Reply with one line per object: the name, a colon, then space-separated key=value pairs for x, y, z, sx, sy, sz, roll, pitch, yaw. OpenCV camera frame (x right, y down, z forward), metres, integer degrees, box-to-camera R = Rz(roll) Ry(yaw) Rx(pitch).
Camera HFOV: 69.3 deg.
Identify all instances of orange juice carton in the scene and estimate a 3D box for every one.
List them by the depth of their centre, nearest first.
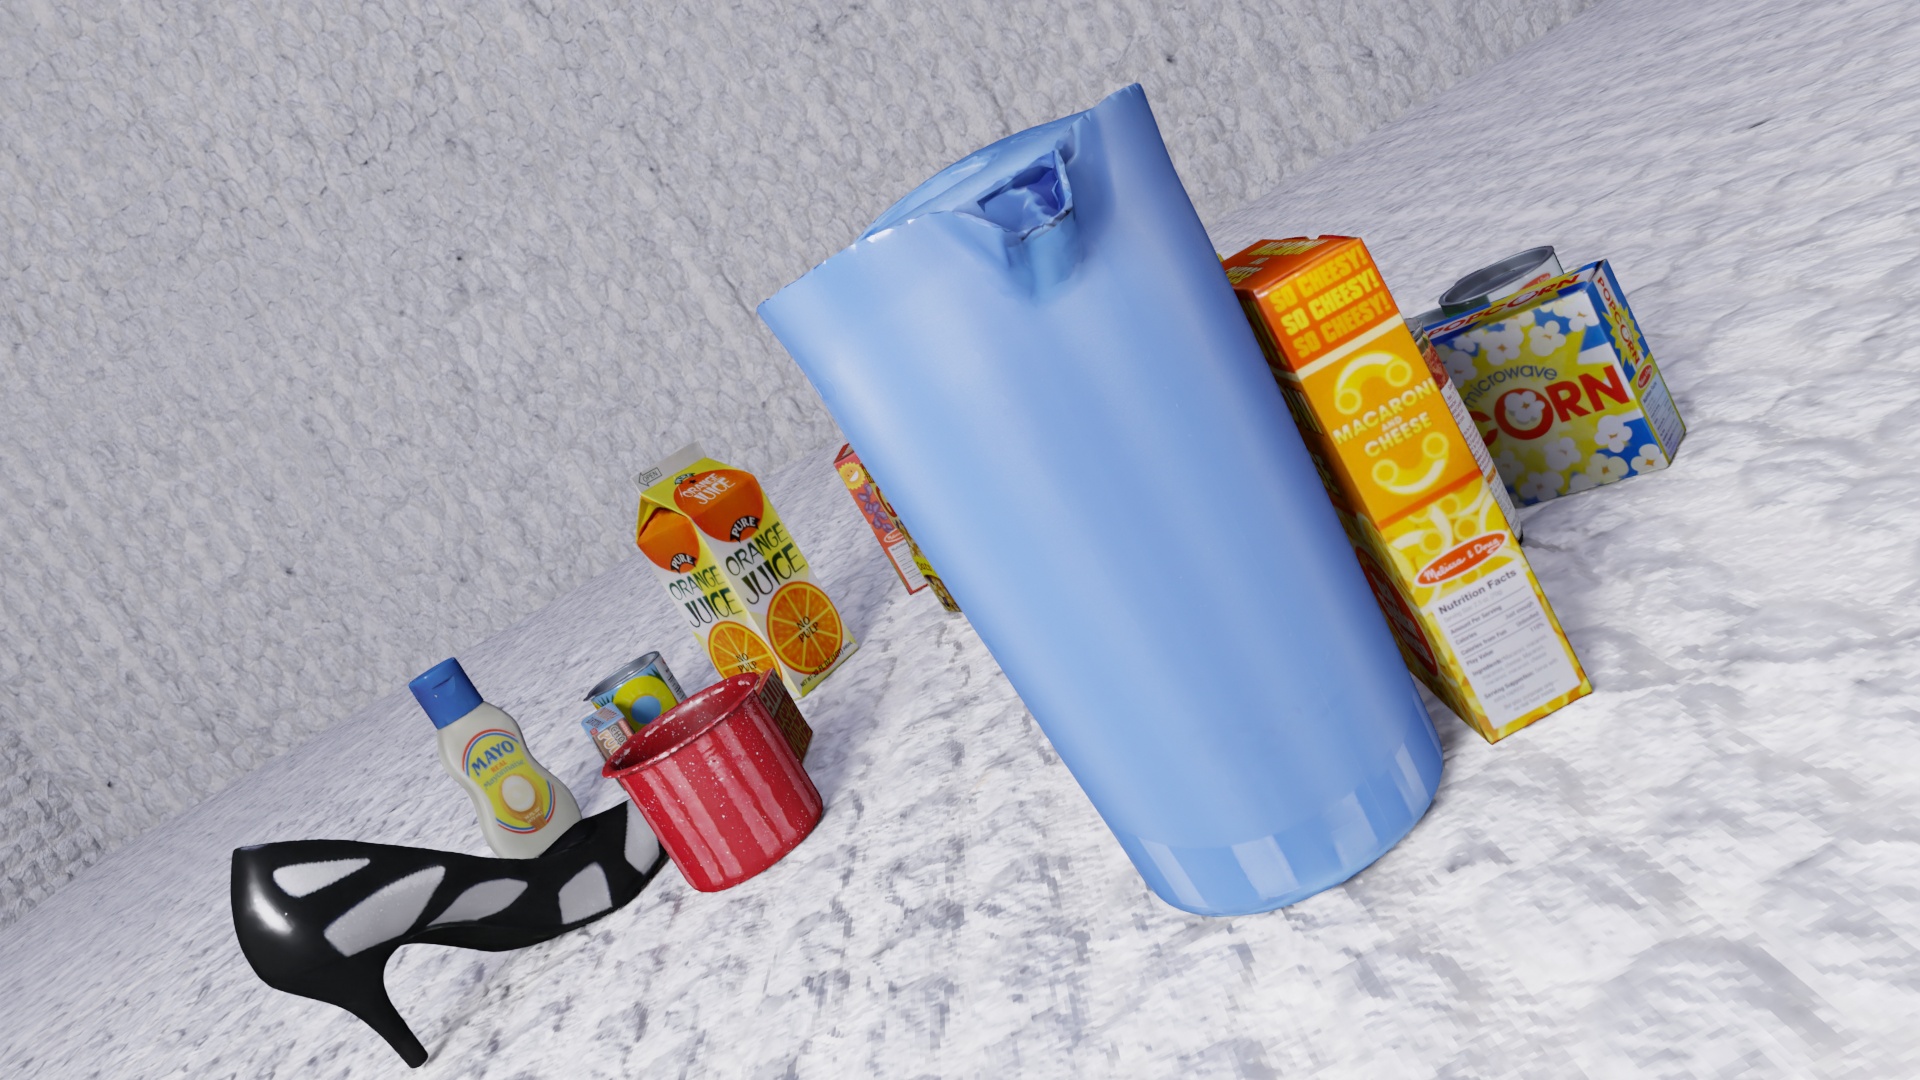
orange juice carton: x=-0.164 y=0.023 z=1.006 sx=0.073 sy=0.192 sz=0.072 roll=-20 pitch=14 yaw=43

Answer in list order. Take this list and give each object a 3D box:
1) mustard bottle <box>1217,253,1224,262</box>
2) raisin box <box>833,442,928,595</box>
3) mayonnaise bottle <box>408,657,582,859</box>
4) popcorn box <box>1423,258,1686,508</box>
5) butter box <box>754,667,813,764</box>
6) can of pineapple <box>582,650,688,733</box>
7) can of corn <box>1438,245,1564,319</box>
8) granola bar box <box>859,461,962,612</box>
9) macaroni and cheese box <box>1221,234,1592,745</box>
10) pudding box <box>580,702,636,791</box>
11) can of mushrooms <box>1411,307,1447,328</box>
mustard bottle: x=0.179 y=-0.140 z=0.930 sx=0.048 sy=0.160 sz=0.065 roll=-23 pitch=13 yaw=36
raisin box: x=-0.053 y=-0.026 z=1.122 sx=0.040 sy=0.123 sz=0.086 roll=-29 pitch=11 yaw=7
mayonnaise bottle: x=-0.329 y=0.152 z=0.969 sx=0.065 sy=0.148 sz=0.041 roll=-36 pitch=12 yaw=-27
popcorn box: x=0.235 y=-0.058 z=0.611 sx=0.126 sy=0.085 sz=0.038 roll=-20 pitch=15 yaw=43
butter box: x=-0.116 y=0.116 z=0.826 sx=0.024 sy=0.053 sz=0.104 roll=-29 pitch=11 yaw=7
can of pineapple: x=-0.259 y=0.132 z=1.120 sx=0.071 sy=0.057 sz=0.071 roll=-29 pitch=11 yaw=6
can of corn: x=0.312 y=-0.124 z=0.782 sx=0.071 sy=0.058 sz=0.071 roll=-29 pitch=11 yaw=6
granola bar box: x=0.003 y=-0.011 z=0.904 sx=0.039 sy=0.124 sz=0.165 roll=-34 pitch=11 yaw=-19
macaroni and cheese box: x=0.144 y=-0.026 z=0.487 sx=0.040 sy=0.166 sz=0.124 roll=-29 pitch=11 yaw=5
pudding box: x=-0.257 y=0.153 z=1.039 sx=0.030 sy=0.049 sz=0.083 roll=-33 pitch=11 yaw=-17
can of mushrooms: x=0.292 y=-0.119 z=0.876 sx=0.071 sy=0.033 sz=0.071 roll=-29 pitch=11 yaw=6
